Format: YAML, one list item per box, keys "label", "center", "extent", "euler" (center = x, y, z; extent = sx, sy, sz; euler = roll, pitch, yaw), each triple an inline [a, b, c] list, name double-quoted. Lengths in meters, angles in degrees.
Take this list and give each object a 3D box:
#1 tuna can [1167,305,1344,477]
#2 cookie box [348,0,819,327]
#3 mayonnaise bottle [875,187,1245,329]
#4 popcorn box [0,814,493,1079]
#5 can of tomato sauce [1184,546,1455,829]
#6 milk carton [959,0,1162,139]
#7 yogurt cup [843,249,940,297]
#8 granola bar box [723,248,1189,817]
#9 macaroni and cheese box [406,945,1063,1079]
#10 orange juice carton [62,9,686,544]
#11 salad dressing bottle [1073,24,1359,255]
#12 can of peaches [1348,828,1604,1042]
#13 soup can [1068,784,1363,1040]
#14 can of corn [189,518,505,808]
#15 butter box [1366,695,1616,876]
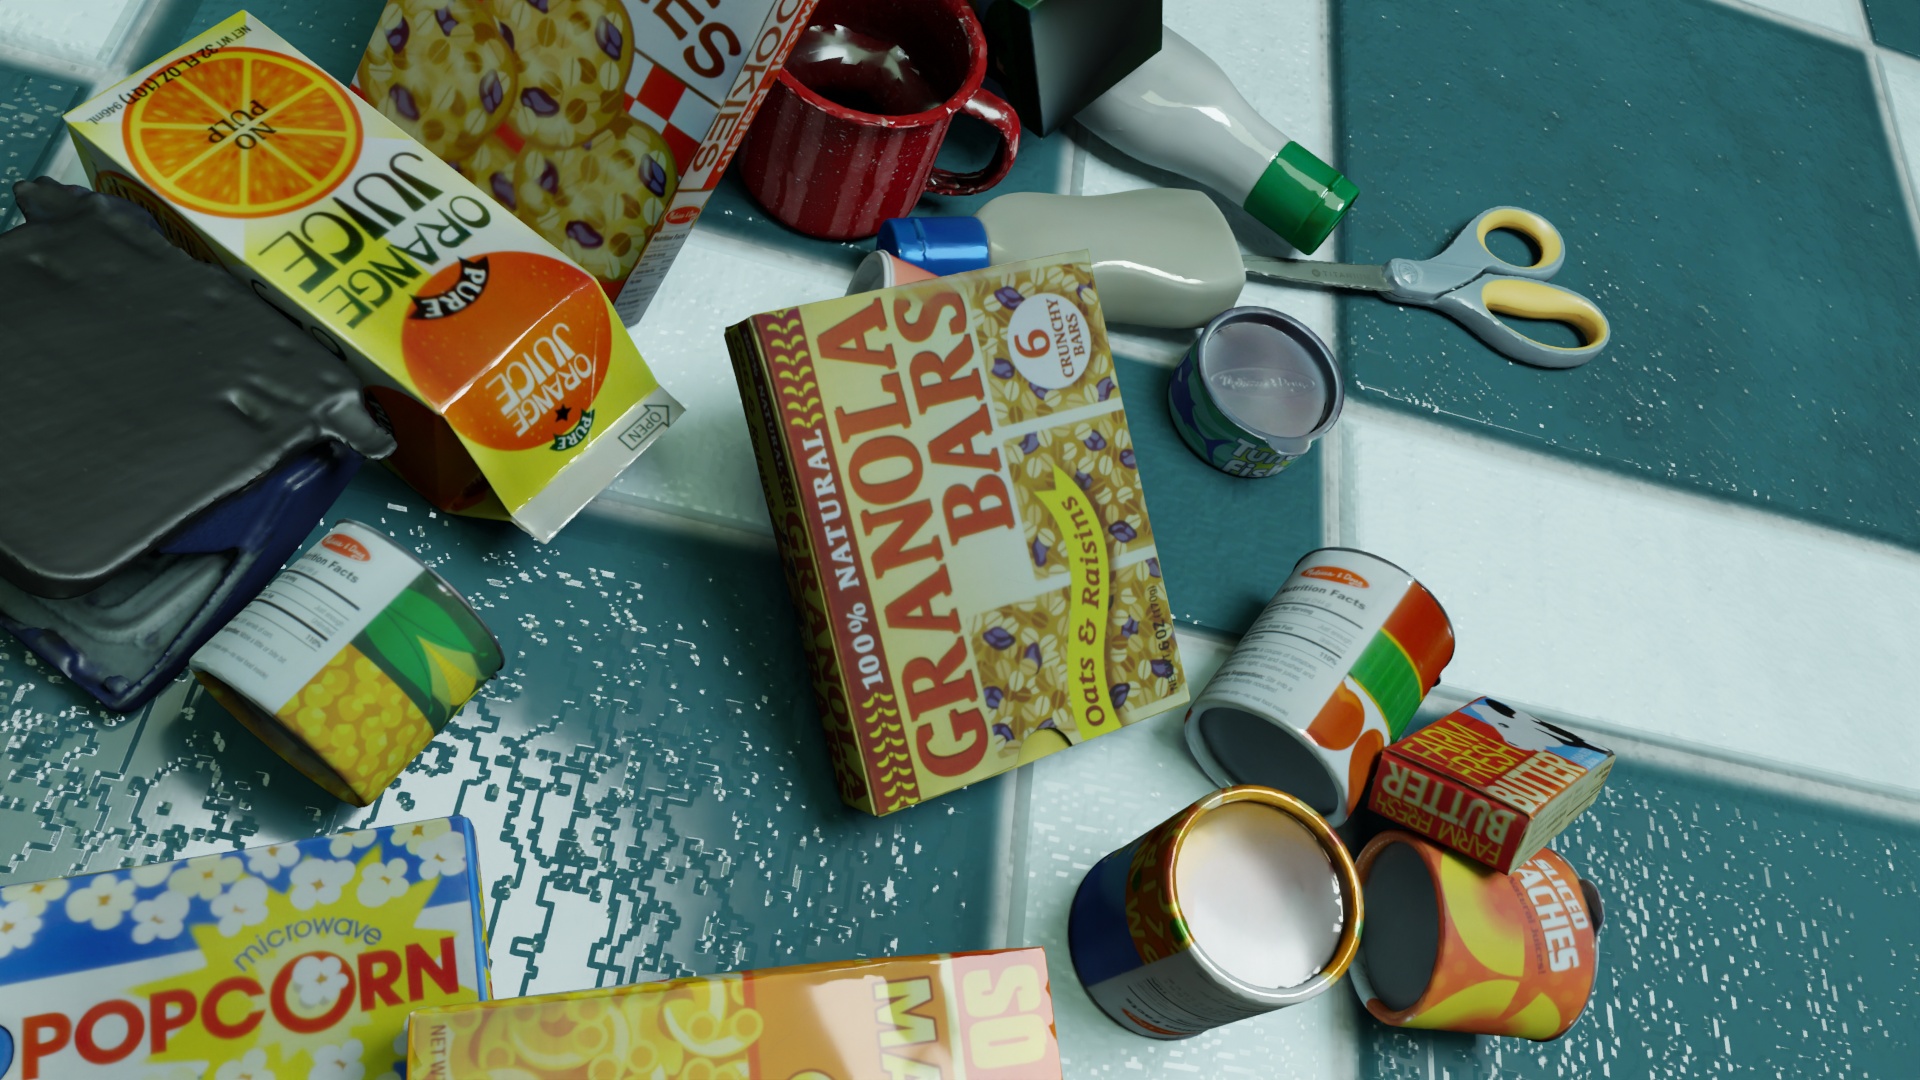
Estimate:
- label: "tuna can"
  center: [0.123, -0.059, 0.577]
  extent: [0.071, 0.032, 0.071]
  euler: [7, 63, -14]
- label: "cookie box"
  center: [-0.132, -0.177, 0.489]
  extent: [0.123, 0.167, 0.040]
  euler: [35, 19, 2]
- label: "mayonnaise bottle"
  center: [0.040, -0.116, 0.575]
  extent: [0.148, 0.041, 0.065]
  euler: [-5, 55, -18]
- label: "popcorn box"
  center: [-0.195, 0.130, 0.380]
  extent: [0.127, 0.038, 0.085]
  euler: [-6, 68, -20]
- label: "can of tomato sauce"
  center: [0.131, 0.055, 0.505]
  extent: [0.071, 0.071, 0.083]
  euler: [41, 61, 5]
- label: "milk carton"
  center: [-0.005, -0.263, 0.593]
  extent: [0.072, 0.073, 0.191]
  euler: [-39, 64, -11]
- label: "yogurt cup"
  center: [-0.016, -0.069, 0.522]
  extent: [0.054, 0.072, 0.073]
  euler: [13, 61, -20]
- label: "granola bar box"
  center: [0.002, -0.006, 0.471]
  extent: [0.124, 0.039, 0.165]
  euler: [-16, 96, -24]
- label: "macaroni and cheese box"
  center: [-0.054, 0.176, 0.360]
  extent: [0.167, 0.040, 0.124]
  euler: [-1, 69, -17]
- label: "orange juice carton"
  center: [-0.189, -0.080, 0.466]
  extent: [0.193, 0.072, 0.072]
  euler: [37, 60, 2]
- label: "salad dressing bottle"
  center: [0.108, -0.184, 0.622]
  extent: [0.148, 0.043, 0.064]
  euler: [38, 58, 8]
- label: "can of peaches"
  center: [0.173, 0.133, 0.476]
  extent: [0.058, 0.071, 0.071]
  euler: [10, 62, -12]
- label: "soup can"
  center: [0.080, 0.118, 0.446]
  extent: [0.071, 0.083, 0.071]
  euler: [7, 62, -14]
- label: "can of corn"
  center: [-0.181, 0.039, 0.416]
  extent: [0.071, 0.071, 0.058]
  euler: [37, 61, 2]
- label: "butter box"
  center: [0.191, 0.084, 0.495]
  extent: [0.053, 0.024, 0.104]
  euler: [25, 20, 35]
